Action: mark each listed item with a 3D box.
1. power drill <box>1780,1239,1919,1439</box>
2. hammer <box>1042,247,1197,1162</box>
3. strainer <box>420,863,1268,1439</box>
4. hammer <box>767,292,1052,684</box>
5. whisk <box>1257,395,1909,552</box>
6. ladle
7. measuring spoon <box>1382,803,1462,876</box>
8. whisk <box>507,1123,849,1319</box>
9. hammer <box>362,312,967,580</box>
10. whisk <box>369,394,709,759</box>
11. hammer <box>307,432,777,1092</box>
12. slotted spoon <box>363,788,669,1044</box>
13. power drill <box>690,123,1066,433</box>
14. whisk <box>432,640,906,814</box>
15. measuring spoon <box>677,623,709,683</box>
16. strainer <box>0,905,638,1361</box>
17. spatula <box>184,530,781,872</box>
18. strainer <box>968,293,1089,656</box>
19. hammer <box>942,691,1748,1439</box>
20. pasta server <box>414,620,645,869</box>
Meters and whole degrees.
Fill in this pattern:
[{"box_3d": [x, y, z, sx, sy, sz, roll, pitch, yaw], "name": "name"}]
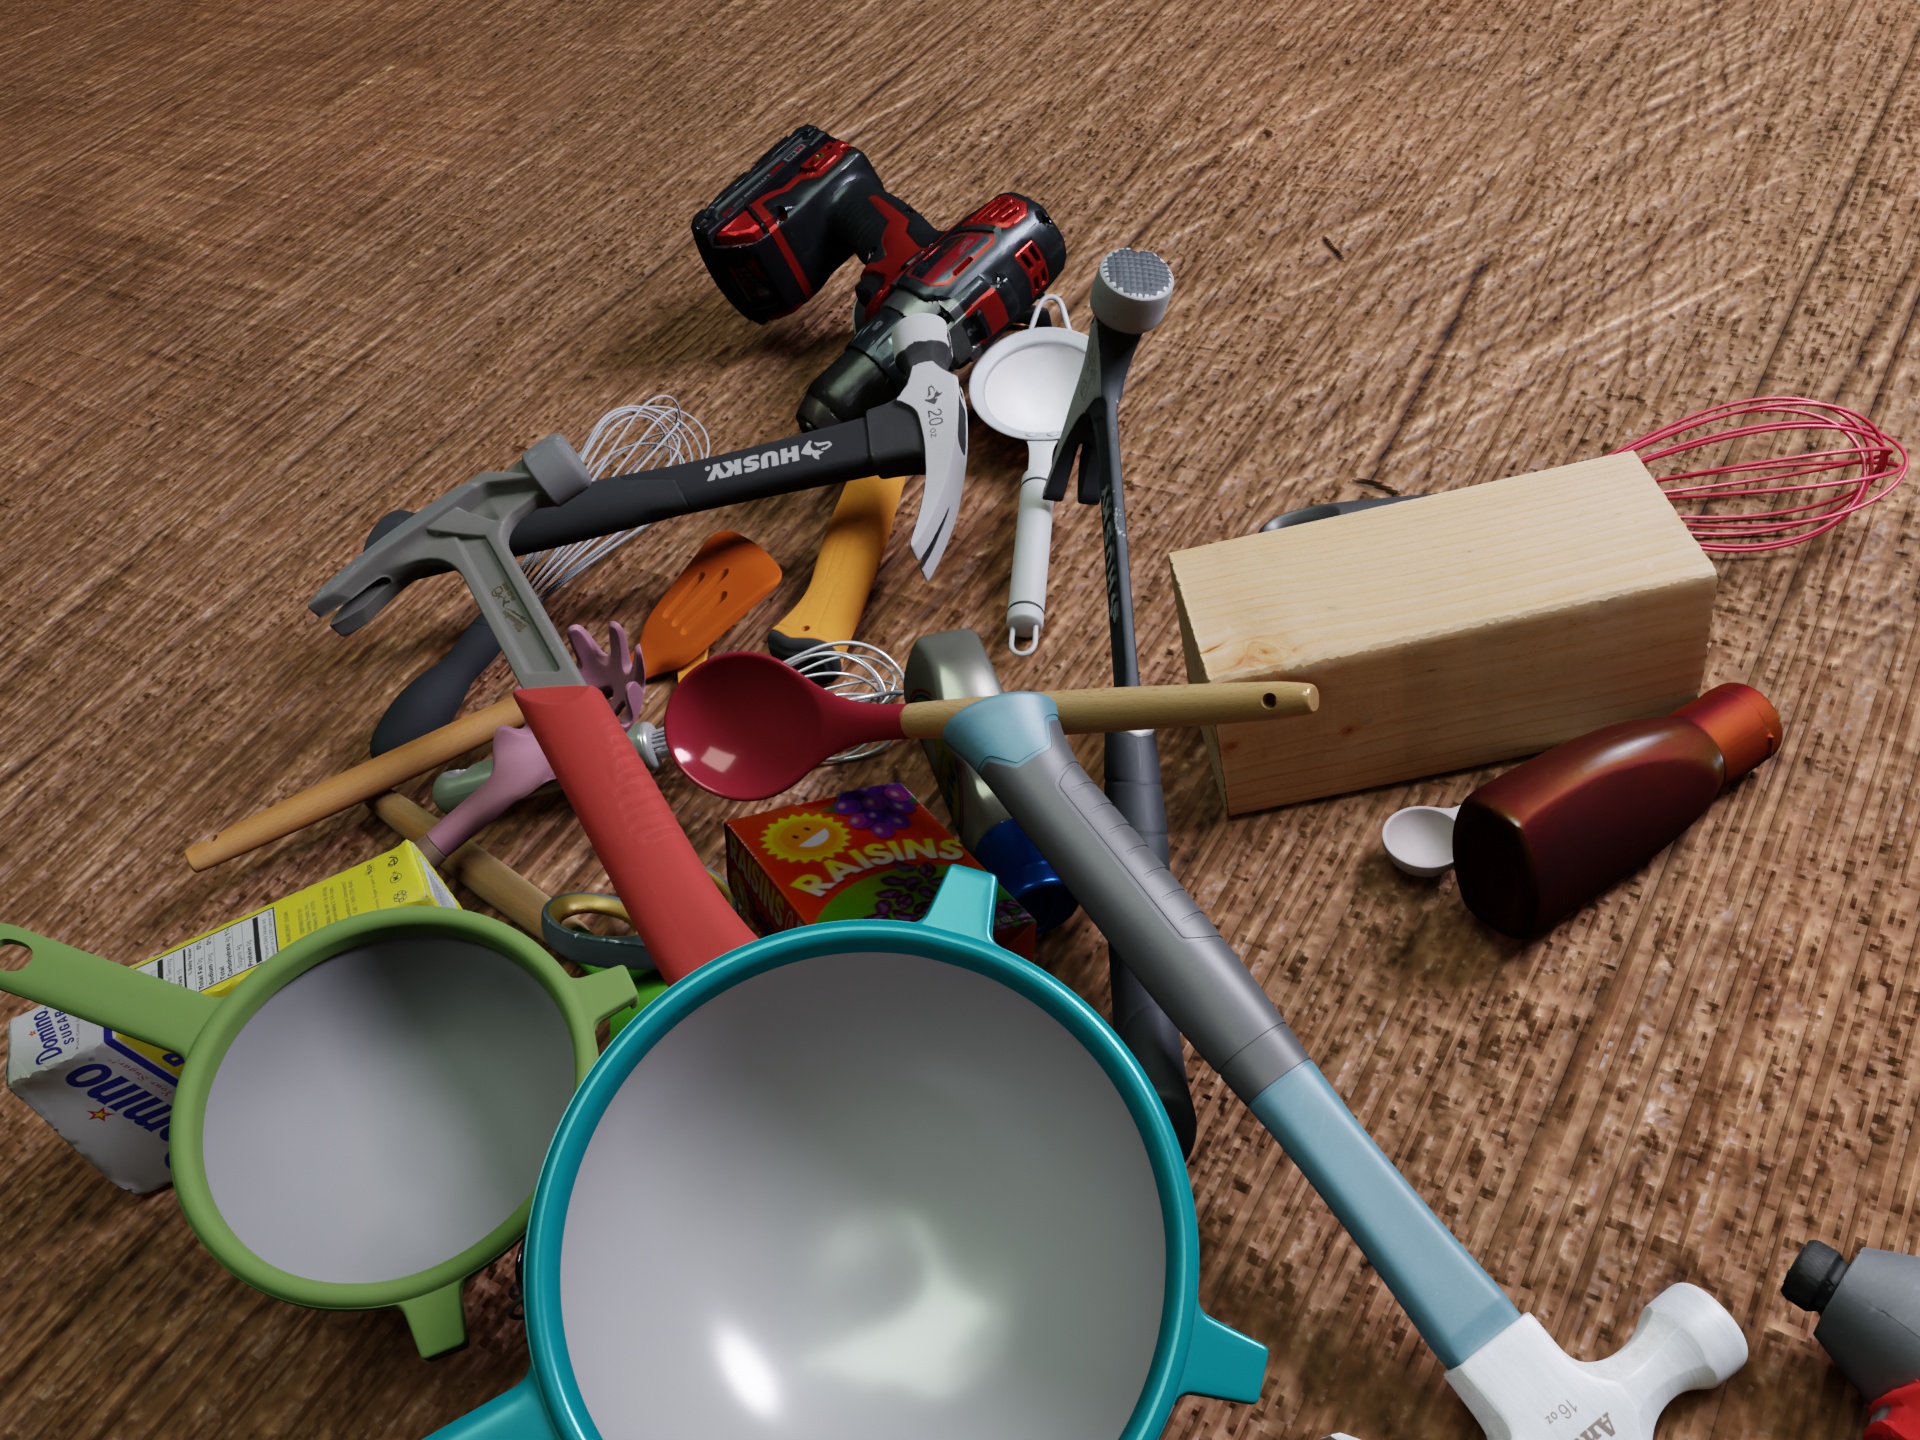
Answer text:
[{"box_3d": [0.255, 0.244, 0.422, 0.143, 0.078, 0.220, 31, 58, 35], "name": "power drill"}, {"box_3d": [0.070, -0.010, 0.691, 0.036, 0.149, 0.409, 5, 58, -8], "name": "hammer"}, {"box_3d": [-0.087, 0.209, 0.524, 0.340, 0.095, 0.211, -27, 70, -10], "name": "strainer"}, {"box_3d": [-0.037, -0.149, 0.916, 0.127, 0.034, 0.337, 0, 47, 17], "name": "hammer"}, {"box_3d": [0.291, -0.106, 0.769, 0.296, 0.073, 0.073, -6, 45, 18], "name": "whisk"}, {"box_3d": [-0.001, -0.002, 0.664, 0.315, 0.069, 0.031, -3, 3, 35], "name": "ladle"}, {"box_3d": [0.234, 0.038, 0.674, 0.124, 0.018, 0.034, -21, 44, -14], "name": "measuring spoon"}, {"box_3d": [-0.061, 0.166, 0.611, 0.239, 0.055, 0.055, -24, 45, -15], "name": "whisk"}, {"box_3d": [-0.159, -0.115, 0.842, 0.335, 0.035, 0.146, -12, 63, 8], "name": "hammer"}, {"box_3d": [-0.237, -0.083, 0.897, 0.070, 0.070, 0.285, 16, 57, 29], "name": "whisk"}, {"box_3d": [-0.170, 0.018, 0.691, 0.149, 0.036, 0.359, -36, 56, -2], "name": "hammer"}, {"box_3d": [-0.194, 0.091, 0.730, 0.314, 0.031, 0.070, 26, 45, 36], "name": "slotted spoon"}, {"box_3d": [-0.069, -0.260, 0.957, 0.188, 0.080, 0.227, -45, 50, -11], "name": "power drill"}, {"box_3d": [-0.144, 0.011, 0.783, 0.246, 0.059, 0.058, -13, 8, 7], "name": "whisk"}, {"box_3d": [-0.141, -0.034, 0.852, 0.021, 0.011, 0.117, -23, 40, 14], "name": "measuring spoon"}, {"box_3d": [-0.258, 0.136, 0.608, 0.256, 0.069, 0.152, 17, 58, 9], "name": "strainer"}, {"box_3d": [-0.240, -0.008, 0.819, 0.322, 0.041, 0.081, -27, 37, -19], "name": "spatula"}, {"box_3d": [0.042, -0.134, 0.875, 0.087, 0.050, 0.259, 2, 52, 7], "name": "strainer"}, {"box_3d": [0.103, 0.114, 0.551, 0.128, 0.033, 0.331, -31, 65, -16], "name": "hammer"}, {"box_3d": [-0.266, 0.072, 0.731, 0.316, 0.040, 0.060, -42, 56, -11], "name": "pasta server"}]
